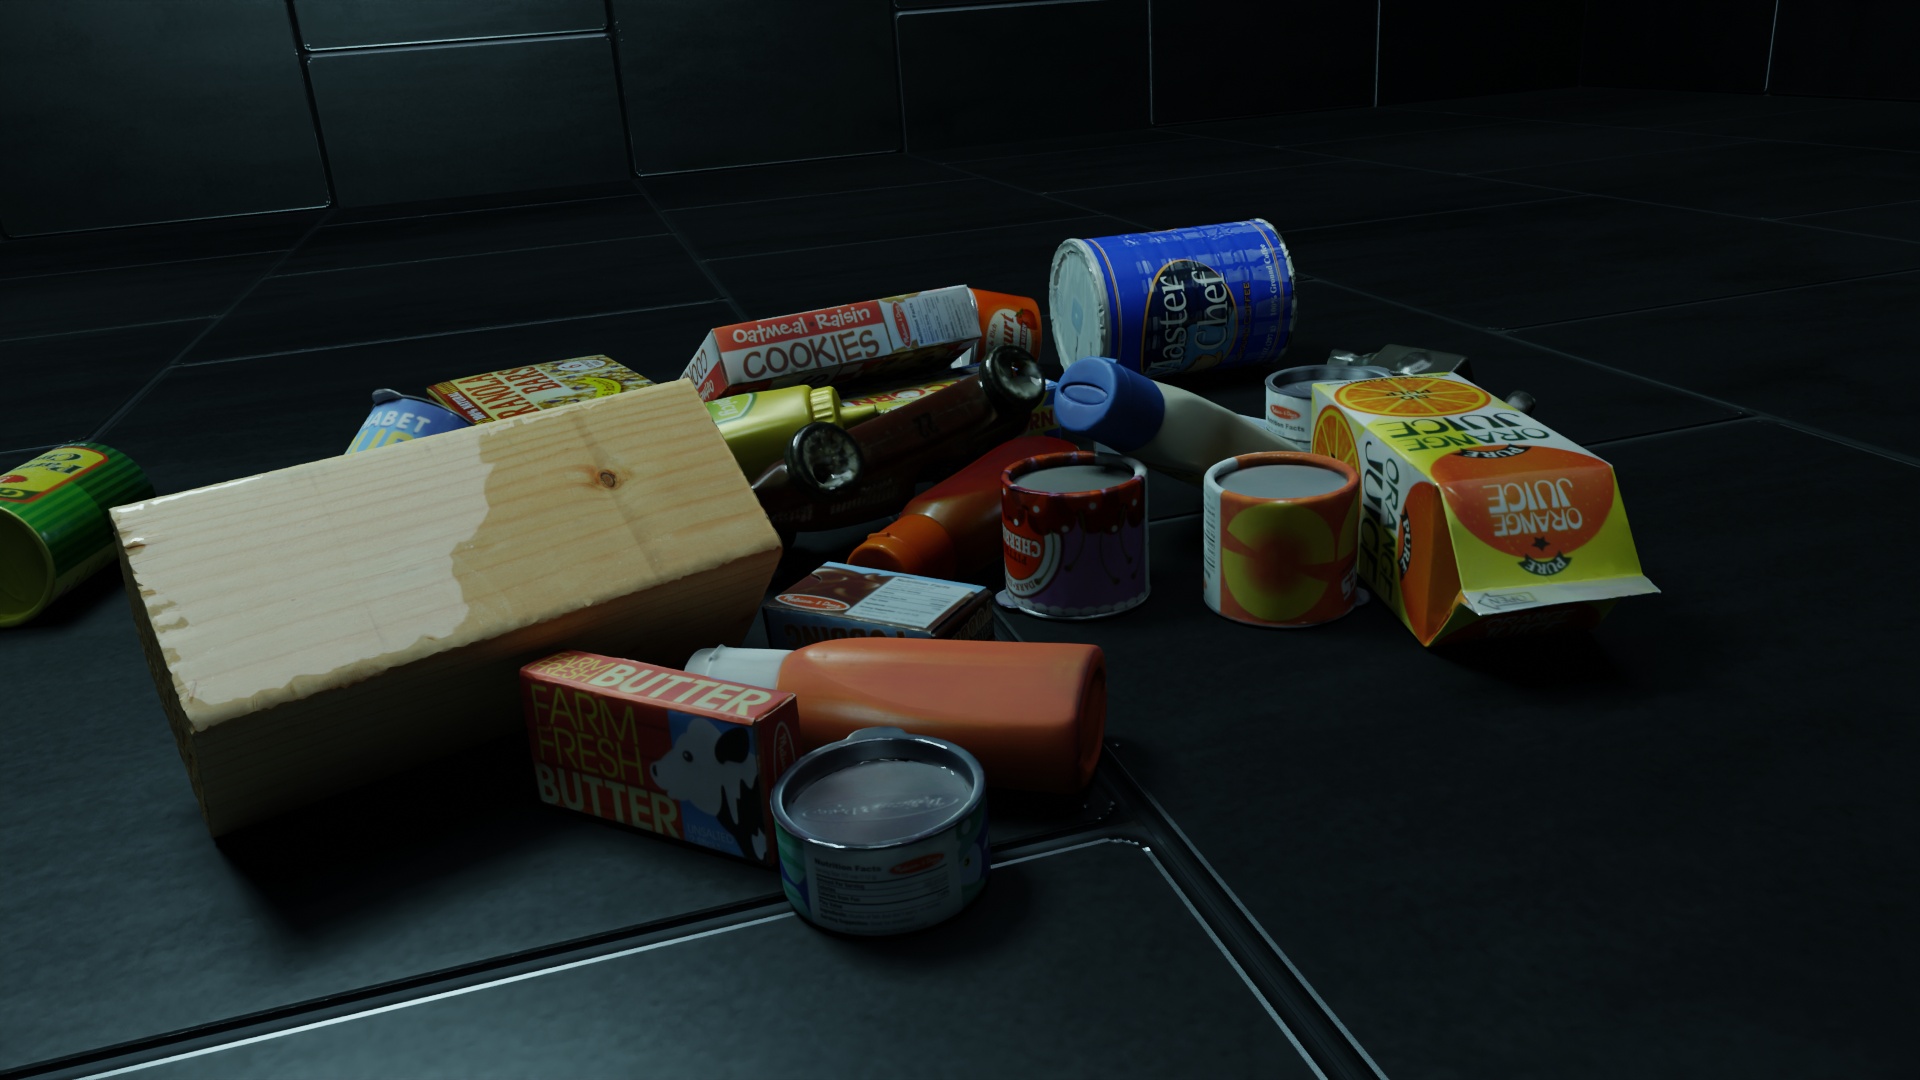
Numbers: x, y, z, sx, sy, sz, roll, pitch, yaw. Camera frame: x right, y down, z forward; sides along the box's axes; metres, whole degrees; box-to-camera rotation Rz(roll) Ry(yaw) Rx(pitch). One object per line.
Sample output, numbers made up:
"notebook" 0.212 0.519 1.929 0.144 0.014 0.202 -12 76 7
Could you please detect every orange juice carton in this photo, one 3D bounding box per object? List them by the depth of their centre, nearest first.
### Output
"orange juice carton" 0.213 -0.012 0.593 0.072 0.072 0.193 -5 21 -3

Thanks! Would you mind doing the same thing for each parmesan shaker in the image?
"parmesan shaker" -0.473 -0.005 0.713 0.071 0.071 0.103 -5 21 -1

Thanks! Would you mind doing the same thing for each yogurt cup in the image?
"yogurt cup" 0.025 -0.146 0.991 0.054 0.072 0.072 -1 19 -15

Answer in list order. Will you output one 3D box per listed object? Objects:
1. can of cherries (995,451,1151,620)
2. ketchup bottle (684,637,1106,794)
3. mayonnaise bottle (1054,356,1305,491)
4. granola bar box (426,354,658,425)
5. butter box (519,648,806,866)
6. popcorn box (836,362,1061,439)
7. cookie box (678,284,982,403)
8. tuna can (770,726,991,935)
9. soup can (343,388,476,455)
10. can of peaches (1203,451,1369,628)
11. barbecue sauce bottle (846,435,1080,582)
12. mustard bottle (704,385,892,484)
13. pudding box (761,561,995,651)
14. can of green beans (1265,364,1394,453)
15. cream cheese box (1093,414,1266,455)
"can of cherries" 0.049 -0.003 0.620 0.071 0.058 0.072 -3 21 1
"ketchup bottle" -0.025 0.058 0.495 0.149 0.043 0.065 2 21 15
"mayonnaise bottle" 0.104 -0.051 0.670 0.148 0.041 0.065 16 1 -45
"granola bar box" -0.266 -0.081 0.906 0.124 0.039 0.166 -16 24 -27
"butter box" -0.100 0.070 0.465 0.103 0.053 0.024 8 22 28
"popcorn box" -0.013 -0.075 0.846 0.127 0.038 0.085 -14 22 -24
"cookie box" -0.087 -0.109 0.876 0.168 0.040 0.122 -15 -6 -25
"tuna can" -0.024 0.089 0.431 0.071 0.032 0.071 -3 21 1
"soup can" -0.268 -0.018 0.657 0.071 0.071 0.084 3 54 19
"can of peaches" 0.141 -0.002 0.600 0.071 0.057 0.071 -4 21 2
"barbecue sauce bottle" 0.002 -0.008 0.662 0.065 0.043 0.149 -5 18 35
"mustard bottle" -0.114 -0.057 0.774 0.160 0.048 0.065 -13 27 3
"pudding box" -0.033 0.035 0.576 0.084 0.030 0.050 8 25 28
"can of green beans" 0.195 -0.057 0.733 0.071 0.057 0.071 -4 21 2
"cream cheese box" 0.131 -0.058 0.795 0.053 0.024 0.104 -21 27 -36
